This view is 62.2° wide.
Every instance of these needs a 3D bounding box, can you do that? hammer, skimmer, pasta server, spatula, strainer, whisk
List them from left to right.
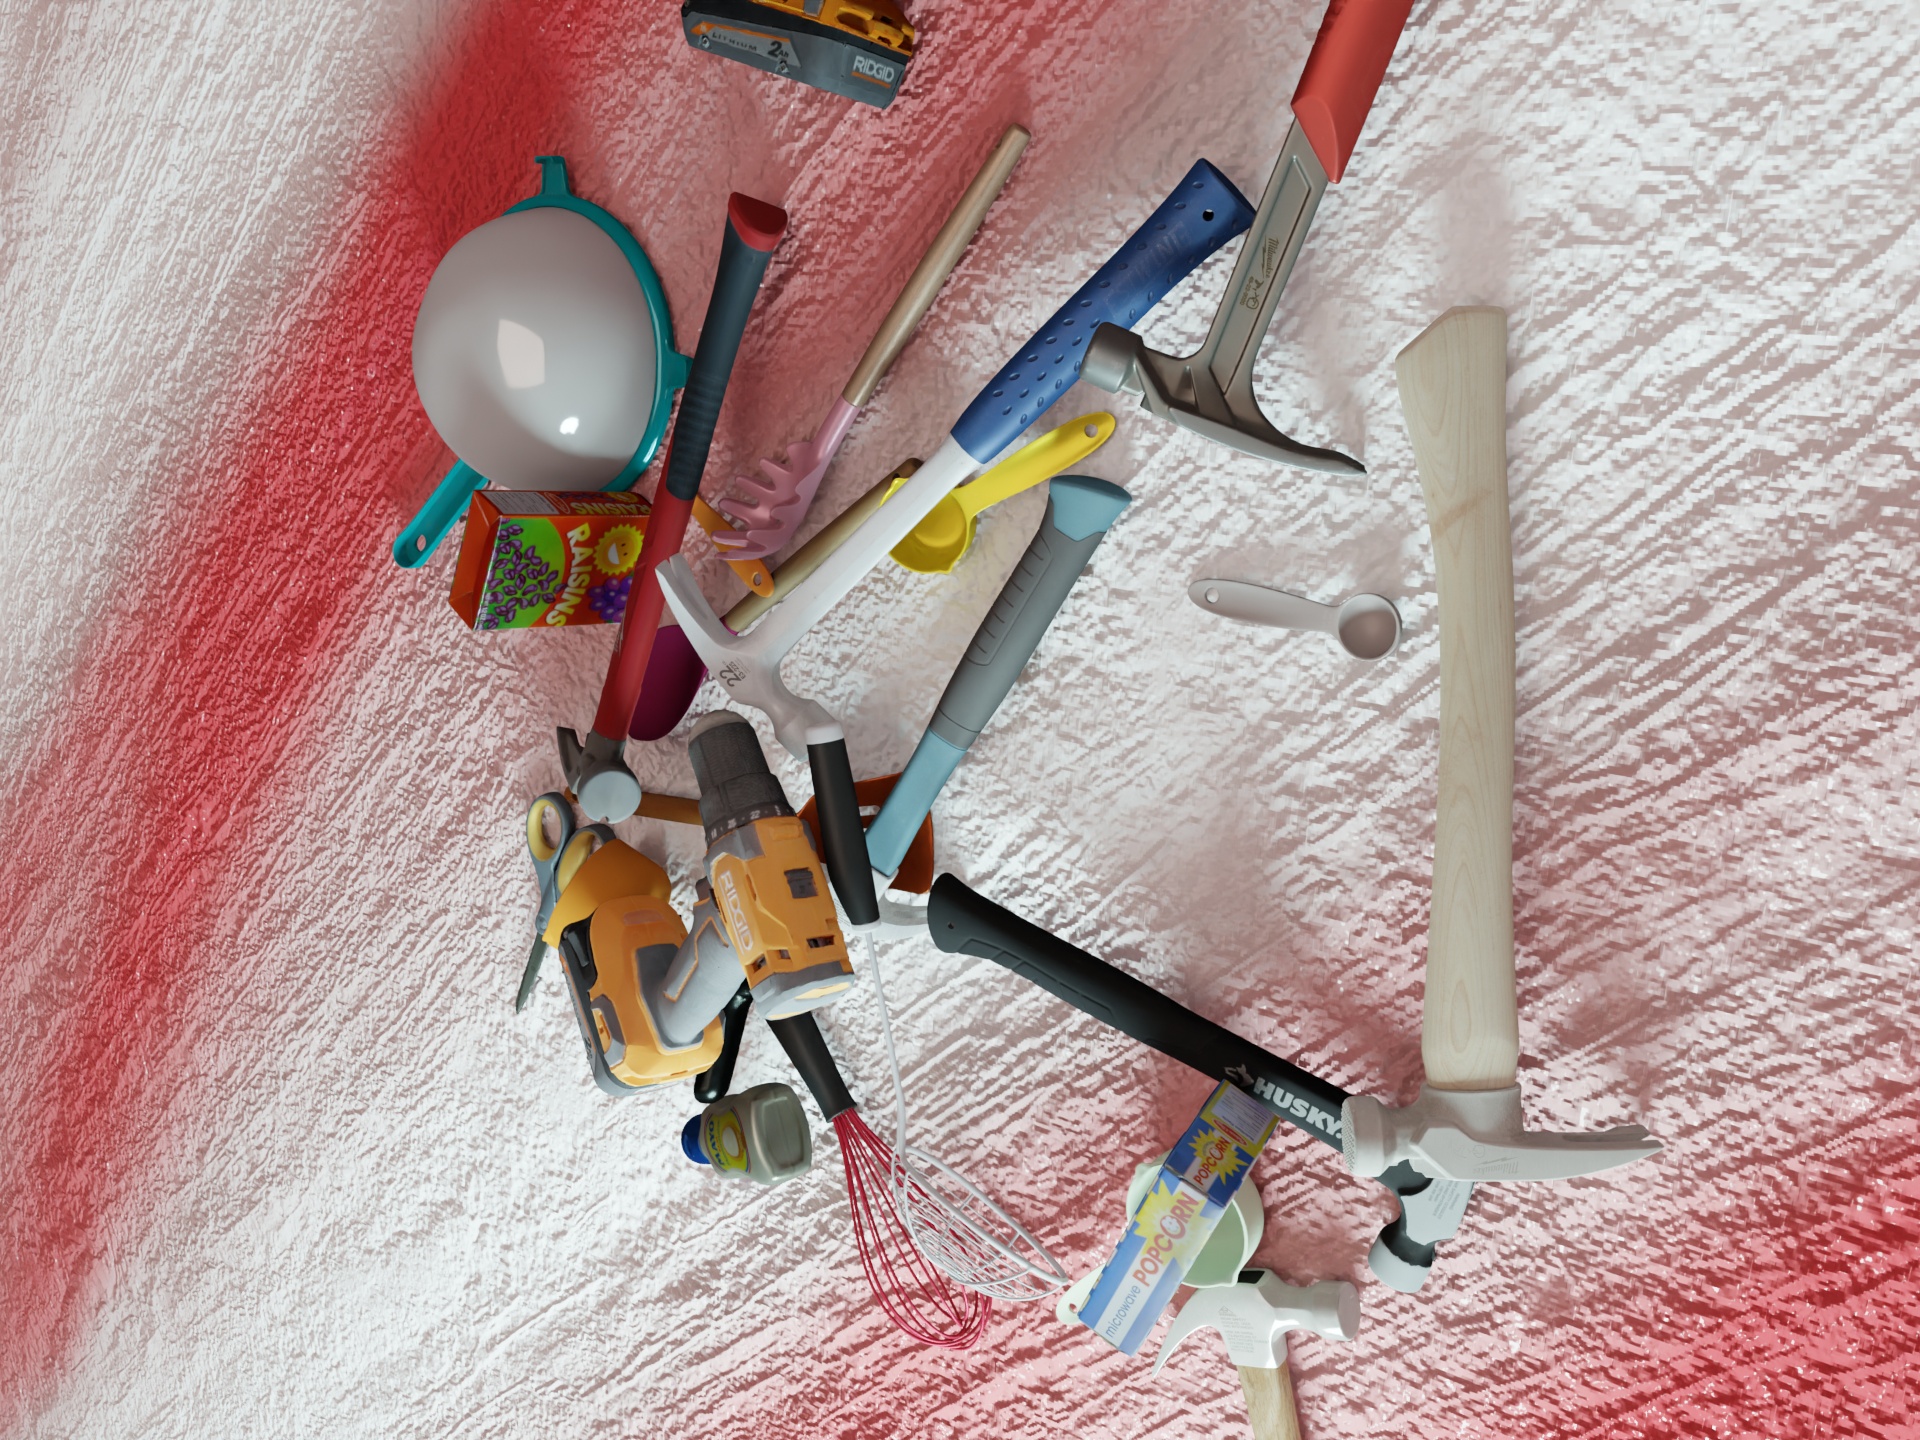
[{"bbox_3d":[-0.337,-0.208,1.091,0.340,0.095,0.211,-40,78,33],"label":"strainer"},{"bbox_3d":[-0.185,-0.137,1.004,0.143,0.038,0.386,40,115,63],"label":"hammer"},{"bbox_3d":[-0.155,0.063,1.076,0.323,0.041,0.081,5,106,38],"label":"spatula"},{"bbox_3d":[-0.069,0.277,1.047,0.073,0.073,0.296,-44,69,34],"label":"whisk"},{"bbox_3d":[-0.056,-0.212,0.929,0.316,0.040,0.060,-52,36,30],"label":"pasta server"},{"bbox_3d":[-0.016,0.172,0.946,0.127,0.090,0.363,-166,63,-77],"label":"skimmer"},{"bbox_3d":[-0.008,-0.147,0.870,0.144,0.035,0.405,45,116,-6],"label":"hammer"},{"bbox_3d":[-0.001,-0.003,0.930,0.128,0.033,0.331,33,116,5],"label":"hammer"},{"bbox_3d":[0.126,0.169,0.875,0.335,0.035,0.146,26,115,21],"label":"hammer"},{"bbox_3d":[0.196,0.477,0.922,0.130,0.031,0.331,-10,96,36],"label":"hammer"},{"bbox_3d":[0.185,-0.297,0.726,0.149,0.037,0.359,22,110,3],"label":"hammer"},{"bbox_3d":[0.253,0.014,0.751,0.146,0.038,0.410,-2,95,5],"label":"hammer"}]

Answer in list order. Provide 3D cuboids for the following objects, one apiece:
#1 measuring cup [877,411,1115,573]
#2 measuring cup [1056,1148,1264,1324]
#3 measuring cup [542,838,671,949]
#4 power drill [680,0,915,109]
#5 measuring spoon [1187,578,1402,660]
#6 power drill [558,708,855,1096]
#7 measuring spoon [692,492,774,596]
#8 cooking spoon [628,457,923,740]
[{"bbox_3d":[0.022,-0.136,0.904,0.156,0.029,0.062,-26,100,24],"label":"measuring cup"},{"bbox_3d":[0.113,0.309,0.937,0.083,0.038,0.167,50,126,15],"label":"measuring cup"},{"bbox_3d":[-0.250,0.160,1.140,0.052,0.095,0.173,29,138,11],"label":"measuring cup"},{"bbox_3d":[-0.075,-0.466,0.858,0.164,0.084,0.226,28,112,27],"label":"power drill"},{"bbox_3d":[0.173,-0.058,0.823,0.124,0.018,0.034,17,111,38],"label":"measuring spoon"},{"bbox_3d":[-0.164,0.116,0.978,0.226,0.084,0.185,-39,65,41],"label":"power drill"},{"bbox_3d":[-0.155,-0.118,1.025,0.117,0.011,0.021,48,119,29],"label":"measuring spoon"},{"bbox_3d":[-0.131,-0.076,1.026,0.319,0.017,0.069,-35,70,36],"label":"cooking spoon"}]
